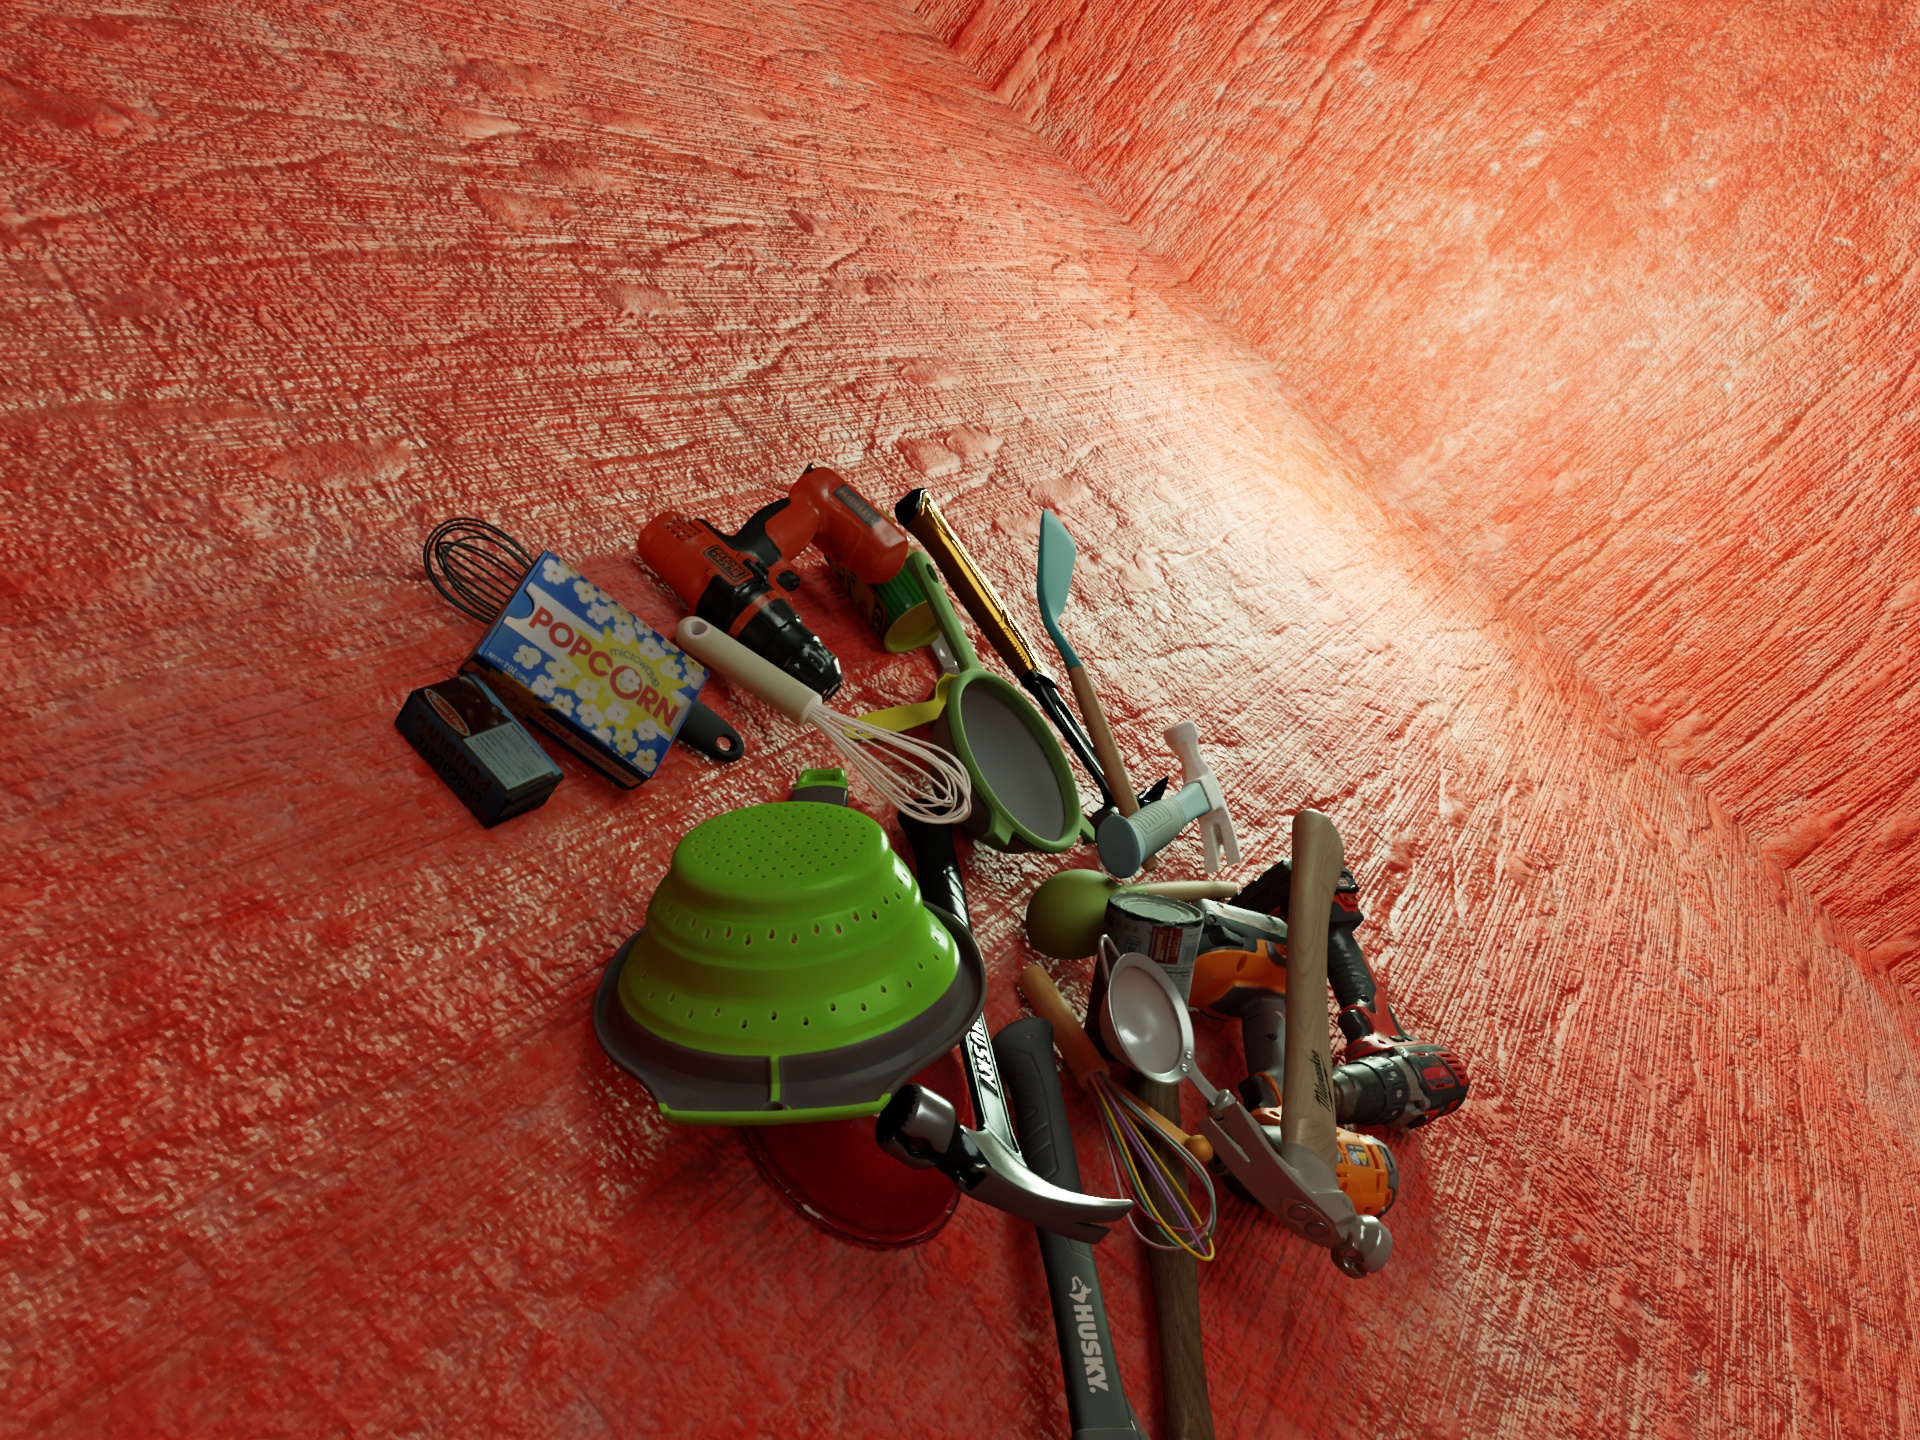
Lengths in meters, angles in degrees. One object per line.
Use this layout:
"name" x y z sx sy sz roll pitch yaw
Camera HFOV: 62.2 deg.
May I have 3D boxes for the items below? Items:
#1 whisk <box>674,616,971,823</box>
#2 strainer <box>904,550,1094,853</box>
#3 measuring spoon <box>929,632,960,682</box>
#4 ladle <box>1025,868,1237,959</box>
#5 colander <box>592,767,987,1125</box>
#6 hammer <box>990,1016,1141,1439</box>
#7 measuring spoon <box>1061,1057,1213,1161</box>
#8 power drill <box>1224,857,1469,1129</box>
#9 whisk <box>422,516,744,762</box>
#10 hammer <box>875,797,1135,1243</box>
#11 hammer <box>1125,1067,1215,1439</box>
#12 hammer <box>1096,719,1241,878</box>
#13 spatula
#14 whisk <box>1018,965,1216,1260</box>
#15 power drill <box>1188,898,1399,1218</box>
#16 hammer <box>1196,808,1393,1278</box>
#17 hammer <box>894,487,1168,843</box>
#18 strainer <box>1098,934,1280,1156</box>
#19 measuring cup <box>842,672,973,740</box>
"whisk" -0.095 -0.002 1.080 0.246 0.059 0.058 32 54 14
"strainer" -0.002 -0.004 1.187 0.151 0.069 0.256 4 57 -59
"measuring spoon" -0.015 -0.069 1.324 0.034 0.018 0.124 -5 57 -27
"ladle" 0.149 0.146 1.233 0.320 0.078 0.062 8 86 -58
"colander" -0.091 0.074 0.893 0.204 0.094 0.397 -2 21 0
"hammer" 0.064 0.292 0.886 0.146 0.035 0.335 3 33 -9
"measuring spoon" 0.113 0.247 1.025 0.117 0.011 0.021 30 32 28
"power drill" 0.302 0.226 1.284 0.187 0.080 0.227 8 46 -47
"whisk" -0.233 -0.046 1.008 0.238 0.055 0.055 37 28 -19
"hammer" 0.004 0.151 0.949 0.149 0.036 0.409 35 15 -20
"hammer" 0.126 0.331 0.955 0.130 0.031 0.332 33 29 -19
"hammer" 0.163 0.076 1.256 0.128 0.033 0.331 68 20 3
"spatula" 0.112 -0.024 1.308 0.082 0.044 0.318 36 32 -61
"whisk" 0.092 0.237 0.992 0.047 0.051 0.245 0 33 -27
"power drill" 0.208 0.244 1.133 0.164 0.084 0.227 18 40 -38
"hammer" 0.237 0.183 1.114 0.146 0.038 0.411 44 30 -15
"hammer" 0.055 -0.053 1.333 0.337 0.034 0.127 55 29 0
"strainer" 0.159 0.241 1.014 0.258 0.050 0.087 47 36 -6
"measuring cup" -0.036 0.003 1.223 0.156 0.029 0.062 -14 62 -44
